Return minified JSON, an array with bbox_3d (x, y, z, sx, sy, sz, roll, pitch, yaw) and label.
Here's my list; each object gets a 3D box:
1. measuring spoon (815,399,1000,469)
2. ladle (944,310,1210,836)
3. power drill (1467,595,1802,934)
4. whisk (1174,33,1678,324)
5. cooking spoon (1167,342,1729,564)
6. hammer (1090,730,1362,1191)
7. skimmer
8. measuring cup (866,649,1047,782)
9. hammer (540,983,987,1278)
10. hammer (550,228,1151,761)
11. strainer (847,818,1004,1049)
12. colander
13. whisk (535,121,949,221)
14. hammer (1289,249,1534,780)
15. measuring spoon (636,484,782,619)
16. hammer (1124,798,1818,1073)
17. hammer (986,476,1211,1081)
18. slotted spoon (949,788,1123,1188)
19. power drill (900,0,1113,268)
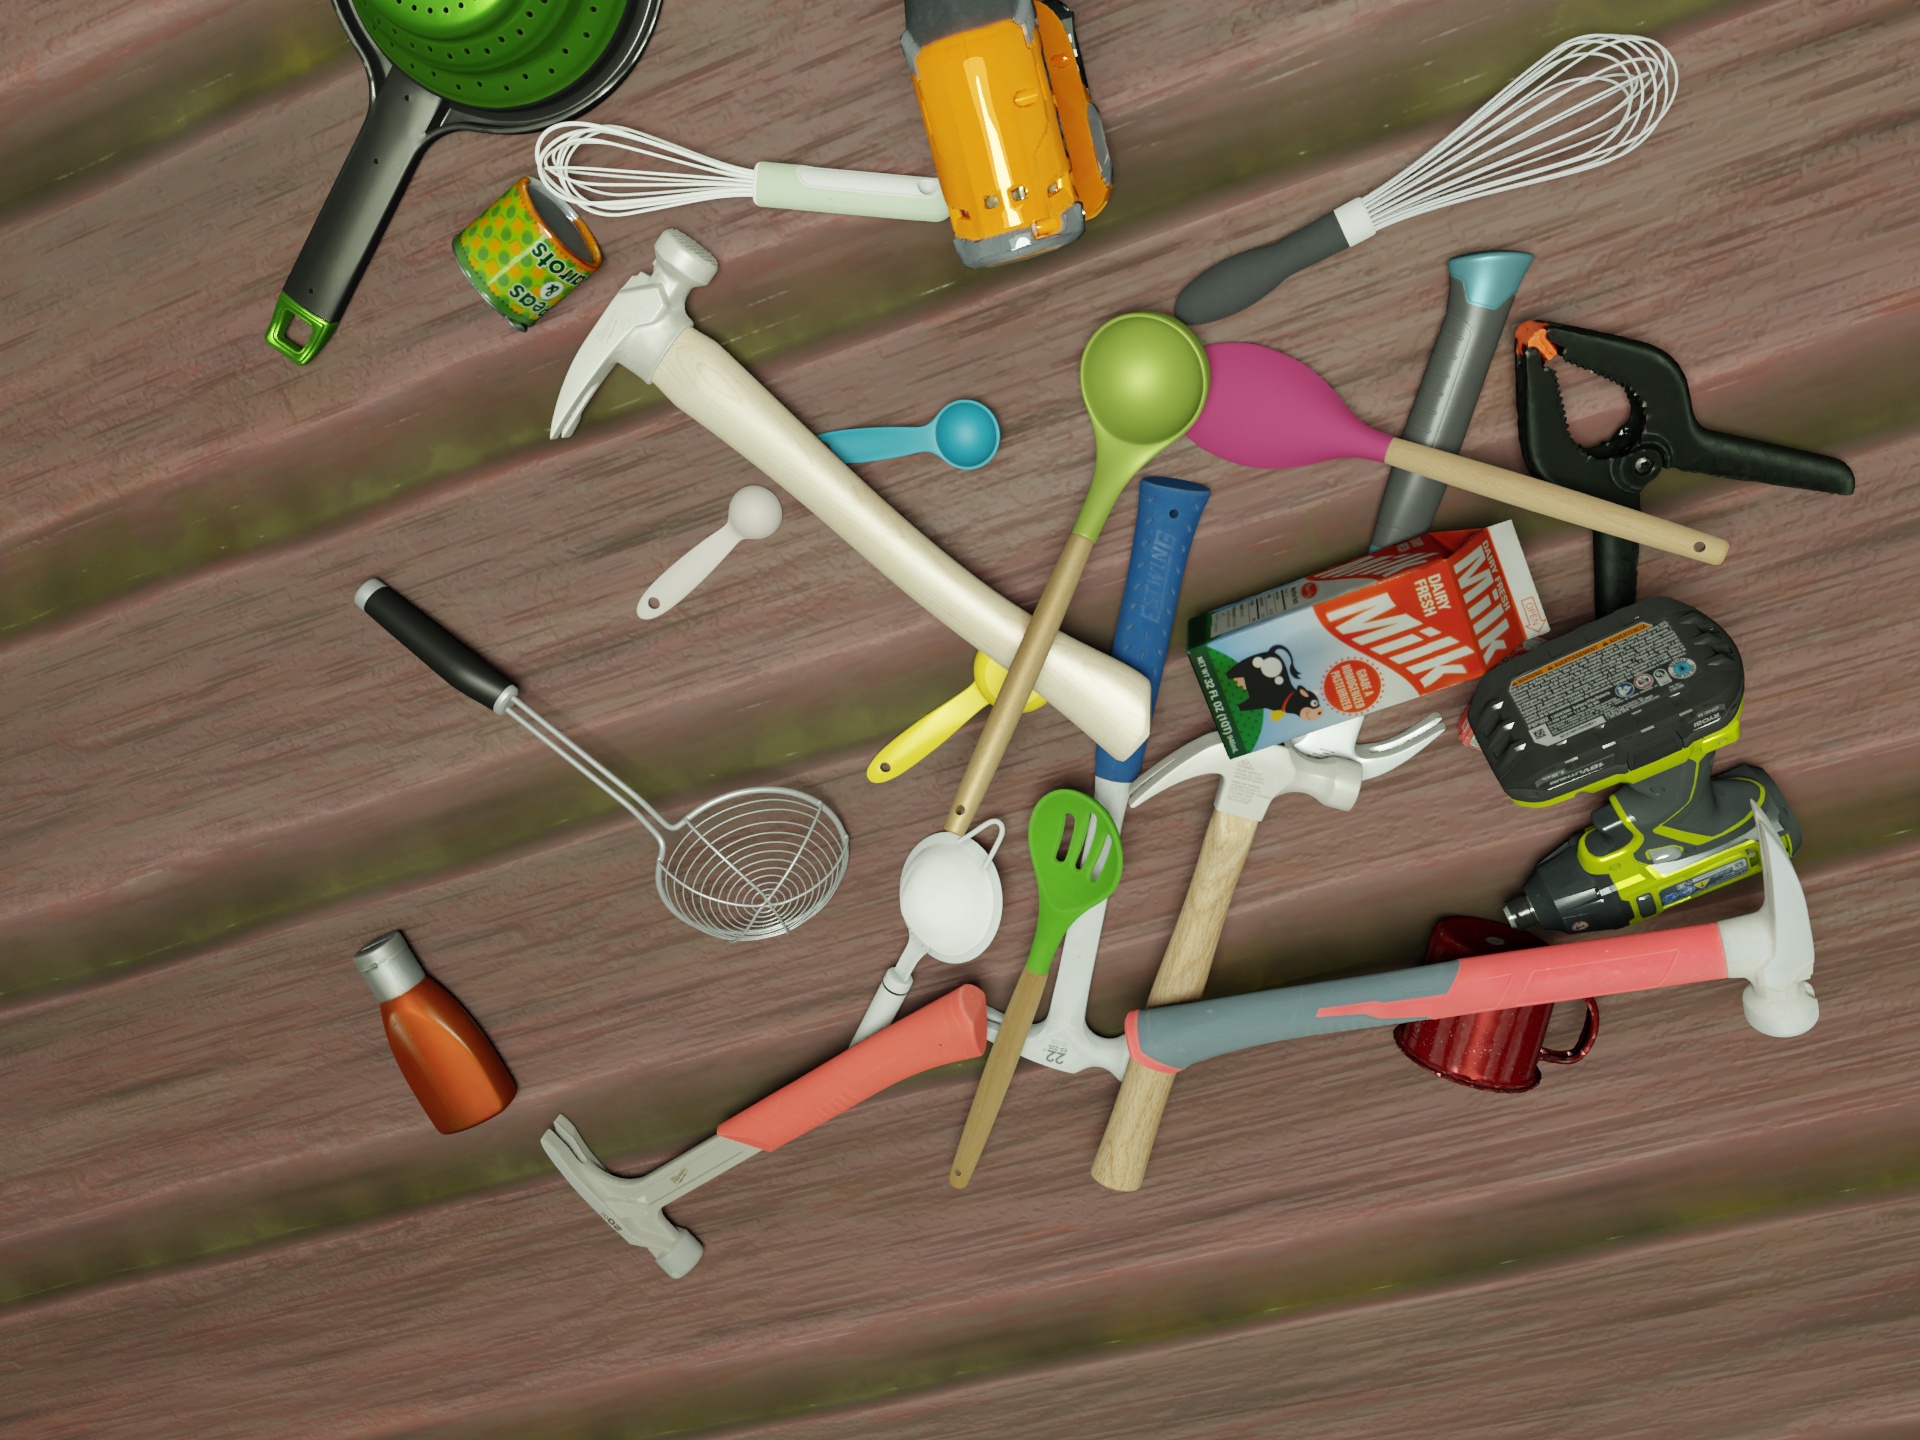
[{"bbox_3d":[-0.035,-0.173,0.974,0.128,0.021,0.042,-2,108,18],"label":"measuring spoon"},{"bbox_3d":[0.057,-0.083,0.910,0.078,0.062,0.320,23,87,19],"label":"ladle"},{"bbox_3d":[0.377,0.043,0.910,0.171,0.080,0.223,-26,137,14],"label":"power drill"},{"bbox_3d":[0.247,-0.290,0.873,0.284,0.070,0.070,-24,104,20],"label":"whisk"},{"bbox_3d":[0.266,-0.145,0.894,0.319,0.017,0.068,22,109,18],"label":"cooking spoon"},{"bbox_3d":[0.140,0.159,1.013,0.130,0.031,0.331,15,110,0],"label":"hammer"},{"bbox_3d":[-0.240,0.017,1.058,0.363,0.090,0.127,37,113,5],"label":"skimmer"},{"bbox_3d":[-0.002,-0.003,1.015,0.156,0.029,0.062,-37,100,16],"label":"measuring cup"},{"bbox_3d":[-0.129,0.267,1.098,0.359,0.037,0.149,-35,102,26],"label":"hammer"},{"bbox_3d":[-0.057,-0.109,0.961,0.410,0.038,0.146,39,106,-1],"label":"hammer"},{"bbox_3d":[-0.040,0.171,1.070,0.087,0.050,0.258,44,122,30],"label":"strainer"},{"bbox_3d":[-0.318,-0.369,0.901,0.204,0.094,0.397,35,110,-5],"label":"colander"},{"bbox_3d":[-0.125,-0.312,0.921,0.246,0.058,0.059,6,147,2],"label":"whisk"},{"bbox_3d":[0.259,-0.114,0.940,0.128,0.033,0.331,16,110,3],"label":"hammer"},{"bbox_3d":[-0.163,-0.102,1.011,0.124,0.018,0.034,-39,100,18],"label":"measuring spoon"},{"bbox_3d":[0.279,0.145,0.924,0.386,0.038,0.143,-12,118,19],"label":"hammer"},{"bbox_3d":[0.091,0.045,1.017,0.144,0.035,0.405,11,110,4],"label":"hammer"},{"bbox_3d":[0.041,0.181,1.035,0.070,0.031,0.313,30,116,27],"label":"slotted spoon"},{"bbox_3d":[0.021,-0.318,0.800,0.084,0.226,0.164,-12,107,12],"label":"power drill"}]
